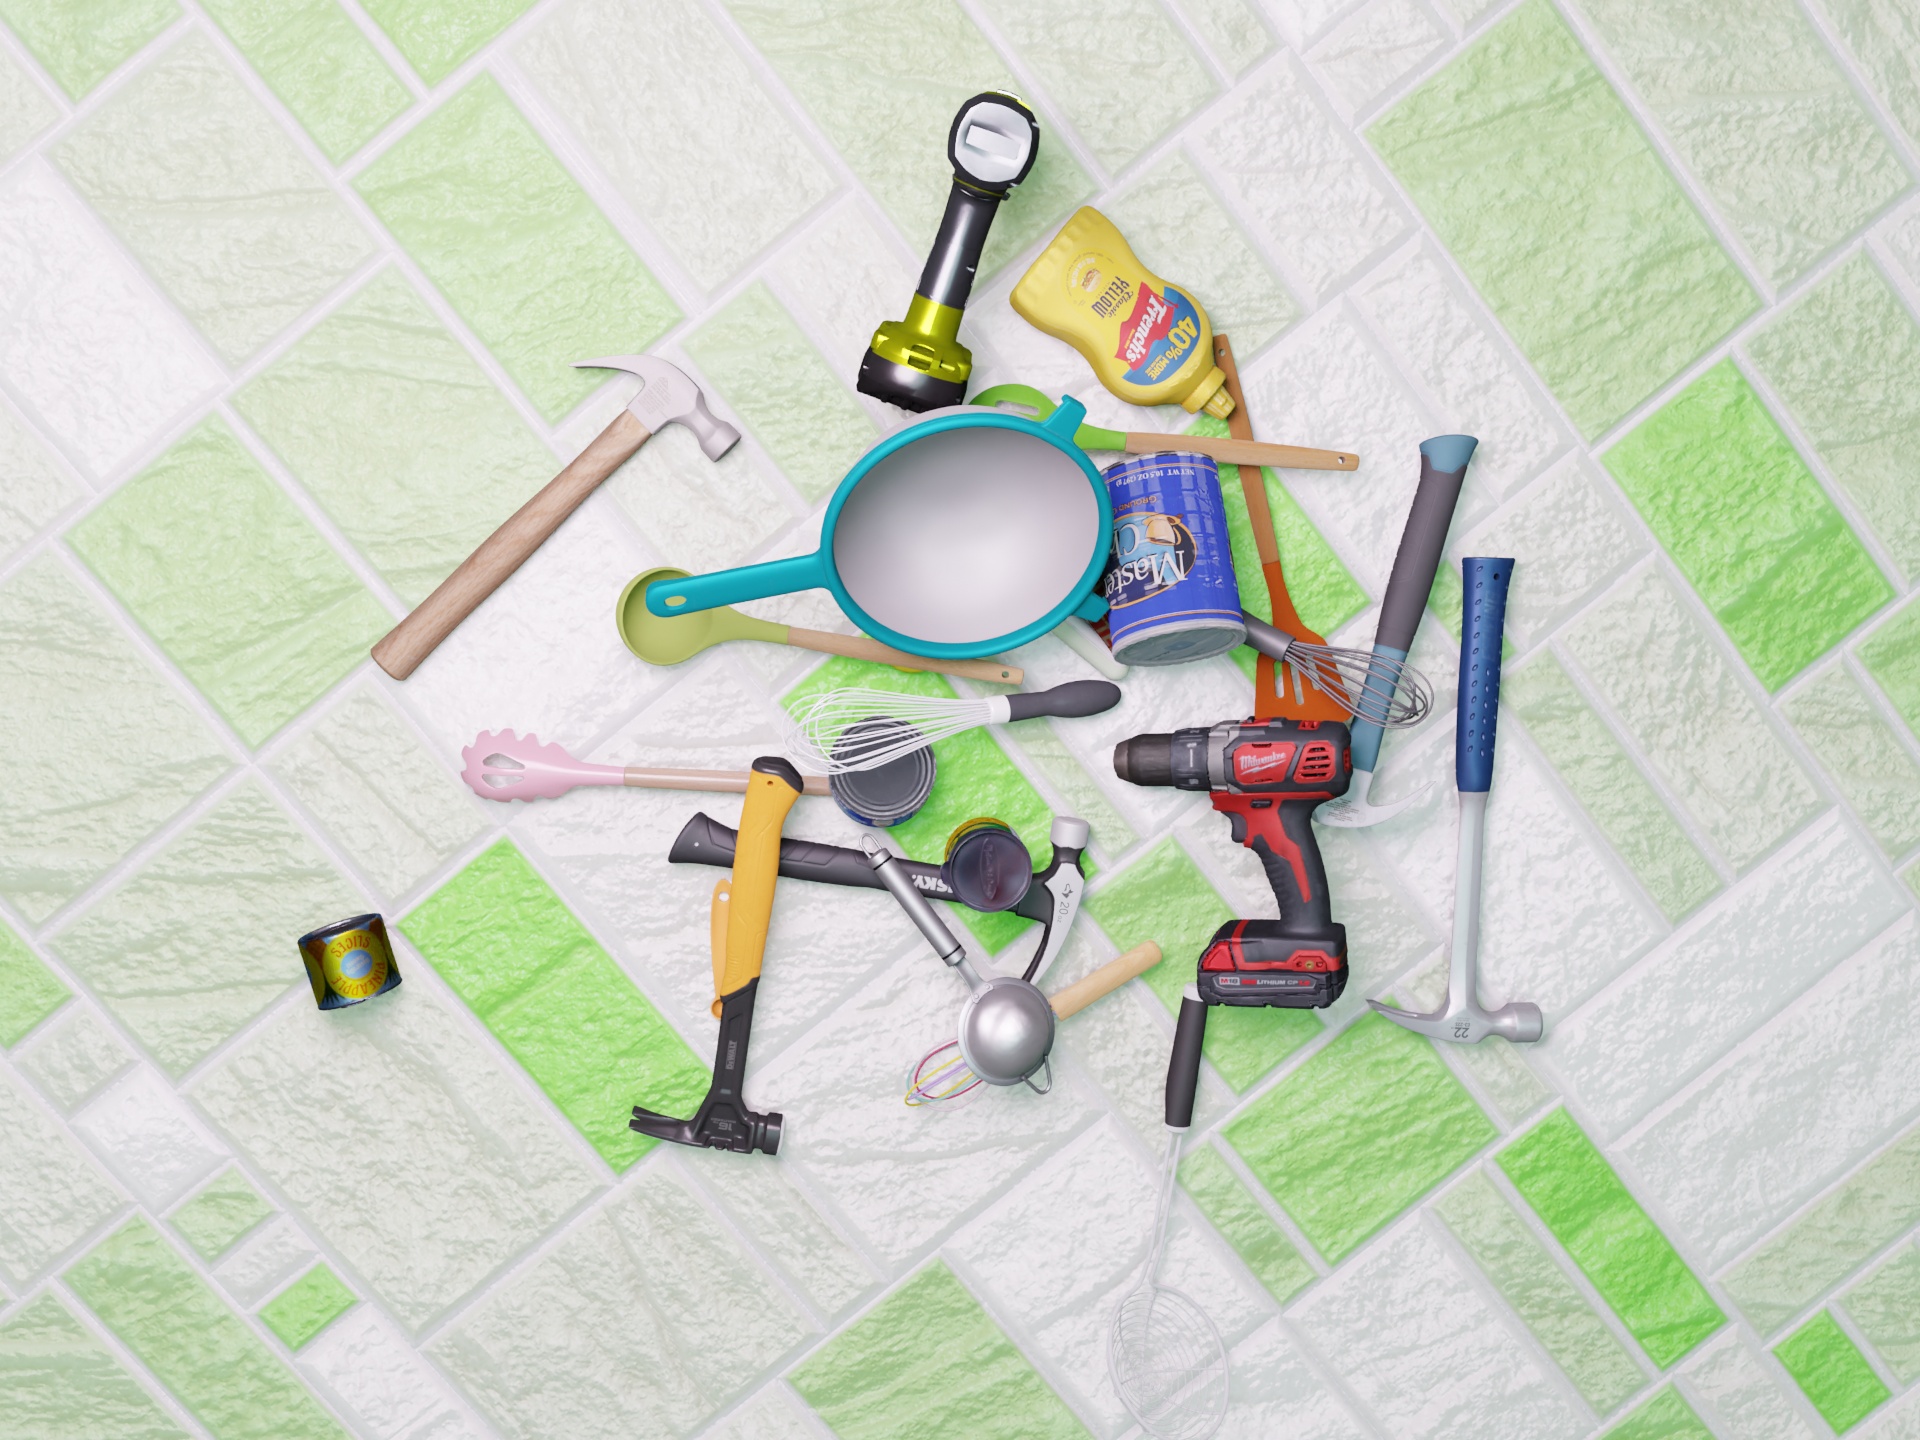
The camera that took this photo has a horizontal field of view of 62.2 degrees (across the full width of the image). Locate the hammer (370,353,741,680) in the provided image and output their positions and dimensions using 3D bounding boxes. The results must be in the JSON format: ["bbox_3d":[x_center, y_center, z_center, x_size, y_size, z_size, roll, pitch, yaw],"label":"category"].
[{"bbox_3d":[-0.334,-0.157,1.243,0.331,0.031,0.130,-43,98,3],"label":"hammer"}]

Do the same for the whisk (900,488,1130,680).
[{"bbox_3d":[0.042,-0.113,1.260,0.246,0.058,0.059,39,130,-13],"label":"whisk"}]

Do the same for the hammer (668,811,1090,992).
[{"bbox_3d":[-0.069,0.128,1.291,0.334,0.035,0.146,9,96,-4],"label":"hammer"}]

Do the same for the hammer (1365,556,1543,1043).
[{"bbox_3d":[0.417,0.069,1.312,0.144,0.035,0.405,1,97,-4],"label":"hammer"}]

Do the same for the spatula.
[{"bbox_3d":[0.242,-0.149,1.272,0.081,0.041,0.322,-12,96,21],"label":"spatula"}]

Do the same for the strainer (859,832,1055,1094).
[{"bbox_3d":[0.000,0.194,1.263,0.087,0.050,0.258,-38,92,-23],"label":"strainer"}]

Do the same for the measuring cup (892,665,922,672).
[{"bbox_3d":[-0.042,-0.115,1.266,0.062,0.029,0.156,-5,96,-3],"label":"measuring cup"}]

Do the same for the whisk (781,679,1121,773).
[{"bbox_3d":[-0.002,-0.005,1.244,0.284,0.070,0.070,-8,98,-21],"label":"whisk"}]

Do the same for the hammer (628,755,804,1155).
[{"bbox_3d":[-0.181,0.189,1.267,0.127,0.034,0.336,9,105,-5],"label":"hammer"}]

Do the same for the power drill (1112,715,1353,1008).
[{"bbox_3d":[0.221,0.109,1.271,0.188,0.080,0.226,-2,100,20],"label":"power drill"}]

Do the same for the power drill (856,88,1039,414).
[{"bbox_3d":[-0.002,-0.349,1.178,0.080,0.191,0.228,19,110,-6],"label":"power drill"}]

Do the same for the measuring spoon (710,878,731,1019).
[{"bbox_3d":[-0.195,0.187,1.305,0.021,0.011,0.117,1,93,-3],"label":"measuring spoon"}]

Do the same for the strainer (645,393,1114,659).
[{"bbox_3d":[-0.062,-0.140,1.164,0.340,0.095,0.210,-11,132,1],"label":"strainer"}]

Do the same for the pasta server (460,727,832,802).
[{"bbox_3d":[-0.242,0.045,1.277,0.316,0.040,0.060,3,97,-8],"label":"pasta server"}]

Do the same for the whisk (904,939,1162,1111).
[{"bbox_3d":[0.059,0.252,1.315,0.245,0.051,0.047,-31,119,-3],"label":"whisk"}]

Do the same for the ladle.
[{"bbox_3d":[-0.109,-0.060,1.235,0.320,0.062,0.078,10,99,3],"label":"ladle"}]

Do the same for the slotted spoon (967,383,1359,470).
[{"bbox_3d":[0.156,-0.219,1.248,0.314,0.031,0.070,6,92,1],"label":"slotted spoon"}]

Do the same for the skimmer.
[{"bbox_3d":[0.190,0.404,1.312,0.127,0.090,0.363,5,95,-37],"label":"skimmer"}]

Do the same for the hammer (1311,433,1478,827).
[{"bbox_3d":[0.349,-0.072,1.282,0.128,0.033,0.331,17,93,15],"label":"hammer"}]

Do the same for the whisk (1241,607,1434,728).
[{"bbox_3d":[0.257,-0.059,1.244,0.239,0.055,0.055,29,95,21],"label":"whisk"}]
